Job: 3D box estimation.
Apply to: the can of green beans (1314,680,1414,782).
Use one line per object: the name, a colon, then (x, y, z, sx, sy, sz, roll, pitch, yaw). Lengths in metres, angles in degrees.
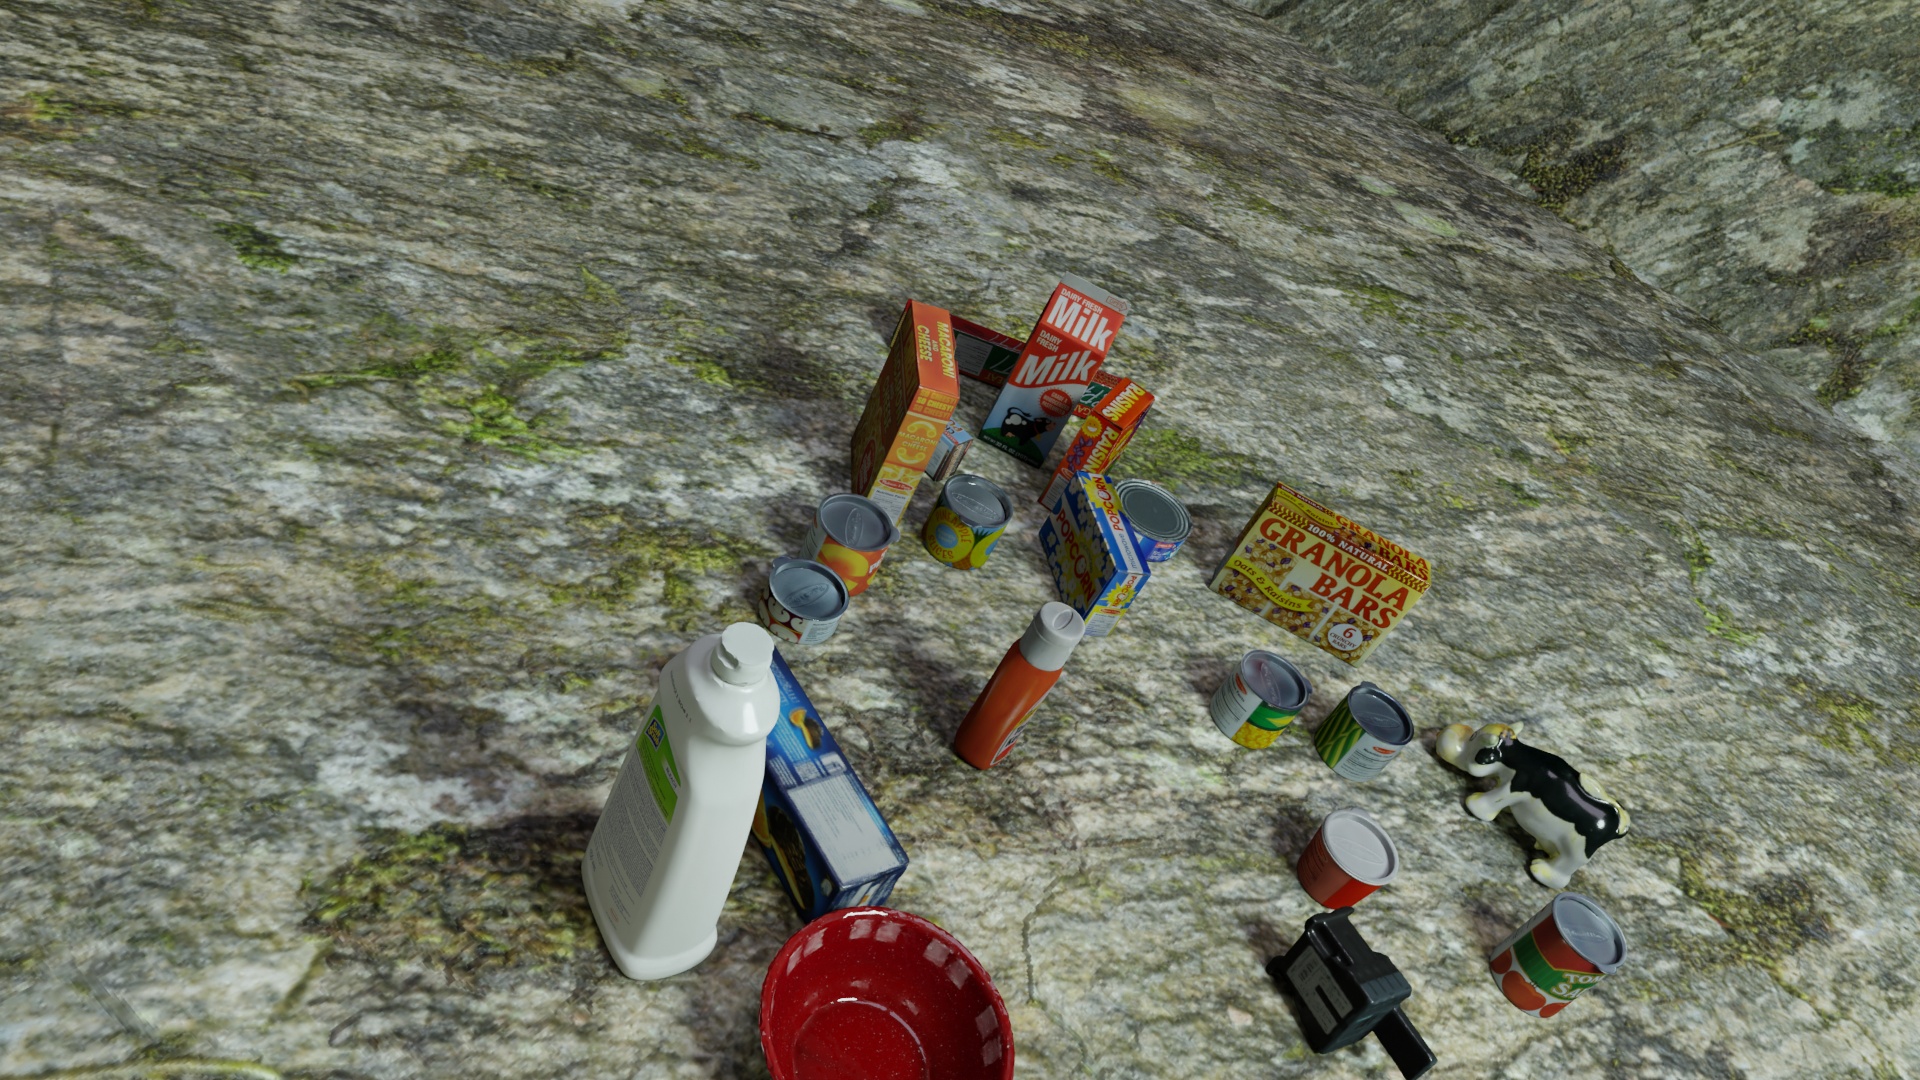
can of green beans: (0.357, 0.171, 1.230, 0.071, 0.057, 0.071, 17, 40, -14)

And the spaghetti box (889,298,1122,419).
spaghetti box: (0.051, -0.183, 1.448, 0.250, 0.050, 0.029, 19, 39, -12)

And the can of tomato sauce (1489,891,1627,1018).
can of tomato sauce: (0.474, 0.331, 1.103, 0.071, 0.082, 0.071, 17, 40, -14)

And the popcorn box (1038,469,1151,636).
popcorn box: (0.118, 0.011, 1.243, 0.038, 0.084, 0.127, 7, 43, -25)

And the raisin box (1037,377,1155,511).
raisin box: (0.130, -0.087, 1.329, 0.040, 0.122, 0.086, 36, 39, 9)

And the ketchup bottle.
ketchup bottle: (0.045, 0.107, 1.042, 0.043, 0.148, 0.065, 36, 39, 9)

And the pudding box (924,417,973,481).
pudding box: (-0.033, -0.102, 1.306, 0.084, 0.049, 0.030, 44, 41, 19)

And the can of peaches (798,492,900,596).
can of peaches: (-0.093, 0.005, 1.145, 0.071, 0.057, 0.071, 17, 40, -14)

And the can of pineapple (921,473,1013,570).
can of pineapple: (0.004, -0.015, 1.226, 0.071, 0.057, 0.071, 17, 40, -14)

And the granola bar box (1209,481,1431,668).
granola bar box: (0.341, 0.033, 1.321, 0.165, 0.123, 0.039, 28, 38, 0)

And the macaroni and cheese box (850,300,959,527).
macaroni and cheese box: (-0.050, -0.105, 1.205, 0.040, 0.165, 0.124, 14, 41, -18)

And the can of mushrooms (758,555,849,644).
can of mushrooms: (-0.126, 0.047, 1.098, 0.071, 0.033, 0.071, 17, 40, -14)

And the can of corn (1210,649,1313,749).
can of corn: (0.261, 0.139, 1.209, 0.071, 0.058, 0.071, 17, 40, -14)

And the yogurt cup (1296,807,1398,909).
yogurt cup: (0.305, 0.257, 1.107, 0.072, 0.053, 0.073, 17, 40, -14)

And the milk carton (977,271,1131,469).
milk carton: (0.092, -0.170, 1.344, 0.072, 0.189, 0.074, 27, 38, -2)
